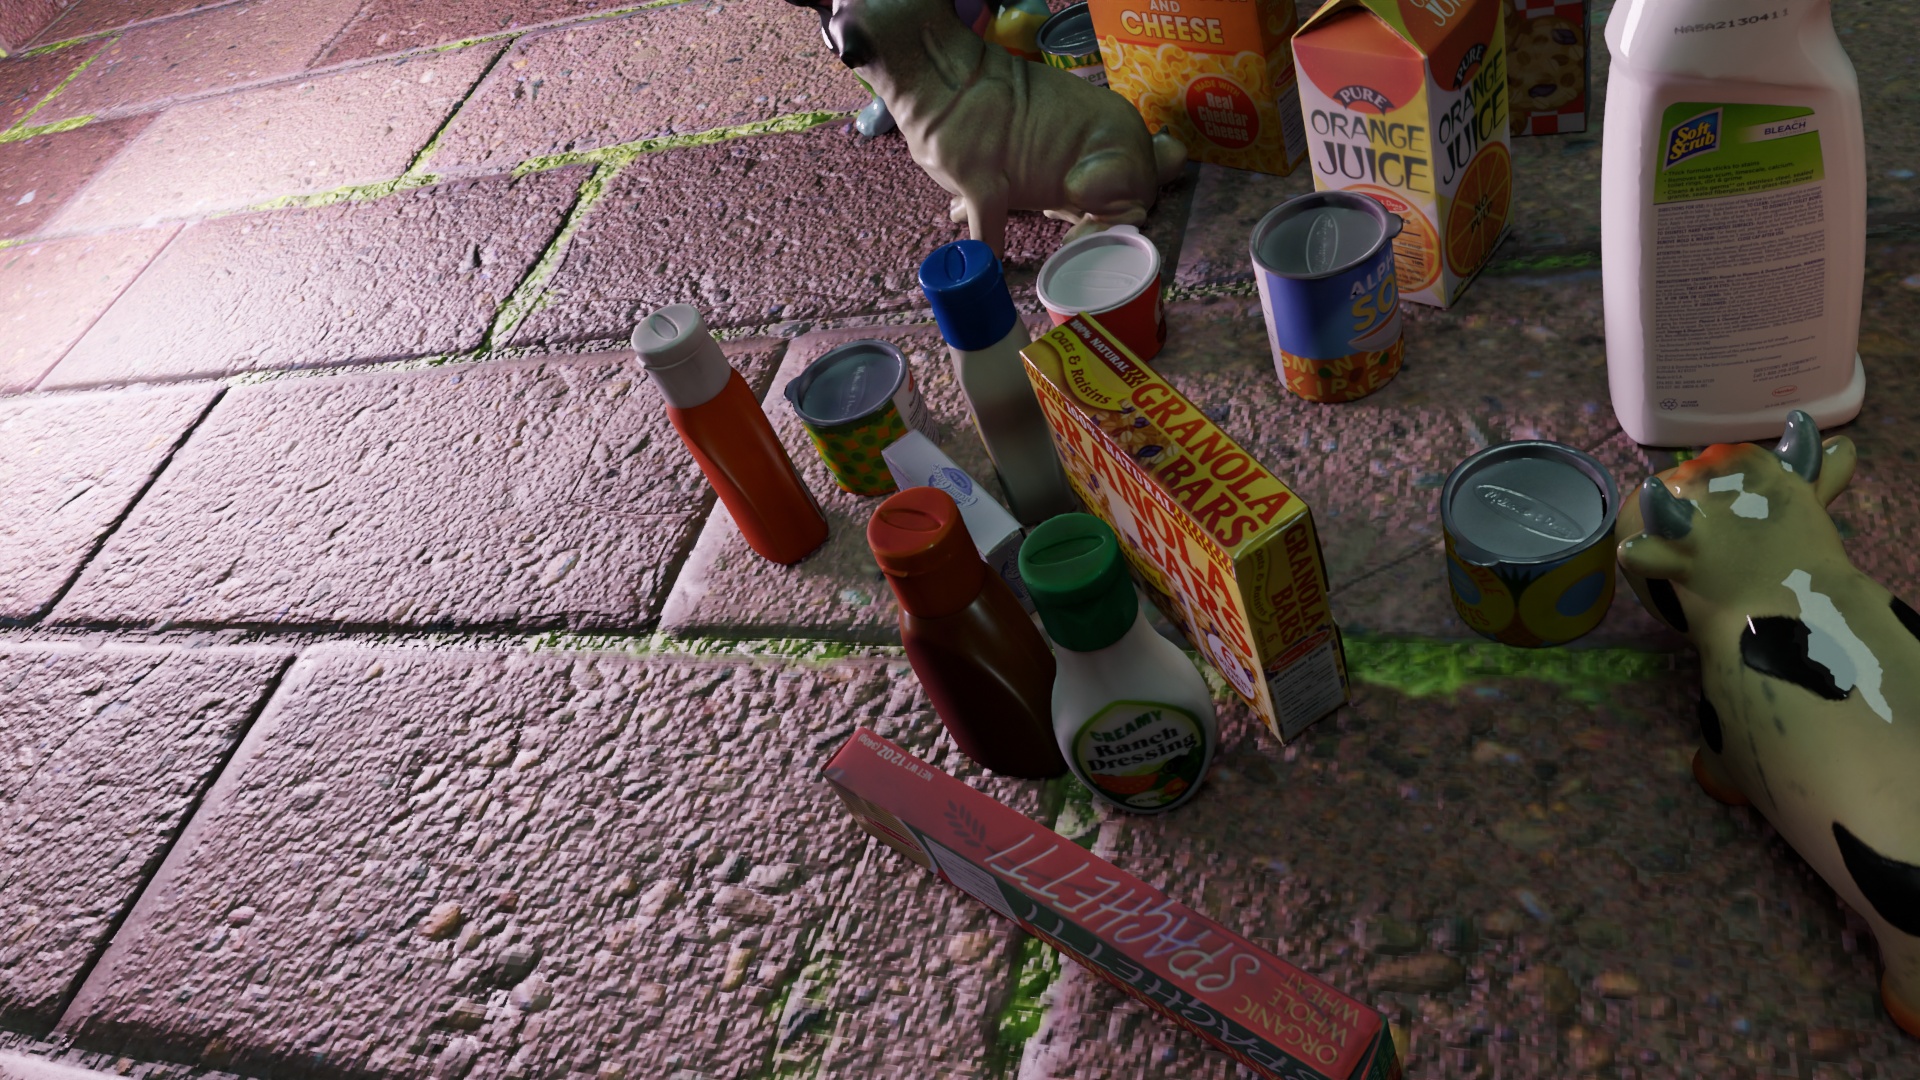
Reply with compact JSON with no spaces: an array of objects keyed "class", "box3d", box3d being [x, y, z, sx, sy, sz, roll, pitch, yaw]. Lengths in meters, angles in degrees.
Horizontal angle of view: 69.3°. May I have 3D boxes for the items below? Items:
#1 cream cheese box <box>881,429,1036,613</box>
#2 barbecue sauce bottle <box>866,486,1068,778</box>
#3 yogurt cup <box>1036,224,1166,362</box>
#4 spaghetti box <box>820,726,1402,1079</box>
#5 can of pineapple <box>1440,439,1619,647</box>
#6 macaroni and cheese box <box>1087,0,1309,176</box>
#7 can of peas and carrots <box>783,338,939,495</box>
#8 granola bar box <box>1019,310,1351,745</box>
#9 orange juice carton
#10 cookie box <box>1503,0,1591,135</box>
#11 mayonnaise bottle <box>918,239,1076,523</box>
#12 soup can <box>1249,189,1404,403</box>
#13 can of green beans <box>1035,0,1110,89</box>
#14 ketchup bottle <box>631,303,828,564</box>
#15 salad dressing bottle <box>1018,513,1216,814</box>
[{"class":"cream cheese box","box3d":[0.002,-0.009,0.686,0.024,0.053,0.104,-35,45,-10]},{"class":"barbecue sauce bottle","box3d":[0.004,0.040,0.571,0.065,0.148,0.044,12,56,33]},{"class":"yogurt cup","box3d":[0.081,-0.128,0.763,0.072,0.053,0.073,-13,45,13]},{"class":"spaghetti box","box3d":[0.047,0.140,0.528,0.250,0.050,0.029,22,61,38]},{"class":"can of pineapple","box3d":[0.232,0.002,0.570,0.071,0.057,0.071,-13,45,13]},{"class":"macaroni and cheese box","box3d":[0.138,-0.302,0.820,0.124,0.165,0.040,23,62,38]},{"class":"can of peas and carrots","box3d":[-0.053,-0.066,0.761,0.071,0.058,0.071,-13,45,13]},{"class":"granola bar box","box3d":[0.095,-0.009,0.594,0.039,0.123,0.166,-32,44,-6]},{"class":"orange juice carton","box3d":[0.218,-0.214,0.682,0.073,0.191,0.072,24,63,39]},{"class":"cookie box","box3d":[0.274,-0.297,0.753,0.123,0.166,0.040,4,51,27]},{"class":"mayonnaise bottle","box3d":[0.020,-0.077,0.674,0.041,0.147,0.065,-17,45,9]},{"class":"soup can","box3d":[0.185,-0.120,0.686,0.071,0.083,0.072,-13,45,13]},{"class":"can of green beans","box3d":[0.090,-0.323,0.938,0.071,0.057,0.071,-13,45,13]},{"class":"ketchup bottle","box3d":[-0.119,-0.054,0.714,0.043,0.148,0.065,-37,45,-11]},{"class":"salad dressing bottle","box3d":[0.059,0.050,0.537,0.064,0.147,0.044,-16,45,10]}]
